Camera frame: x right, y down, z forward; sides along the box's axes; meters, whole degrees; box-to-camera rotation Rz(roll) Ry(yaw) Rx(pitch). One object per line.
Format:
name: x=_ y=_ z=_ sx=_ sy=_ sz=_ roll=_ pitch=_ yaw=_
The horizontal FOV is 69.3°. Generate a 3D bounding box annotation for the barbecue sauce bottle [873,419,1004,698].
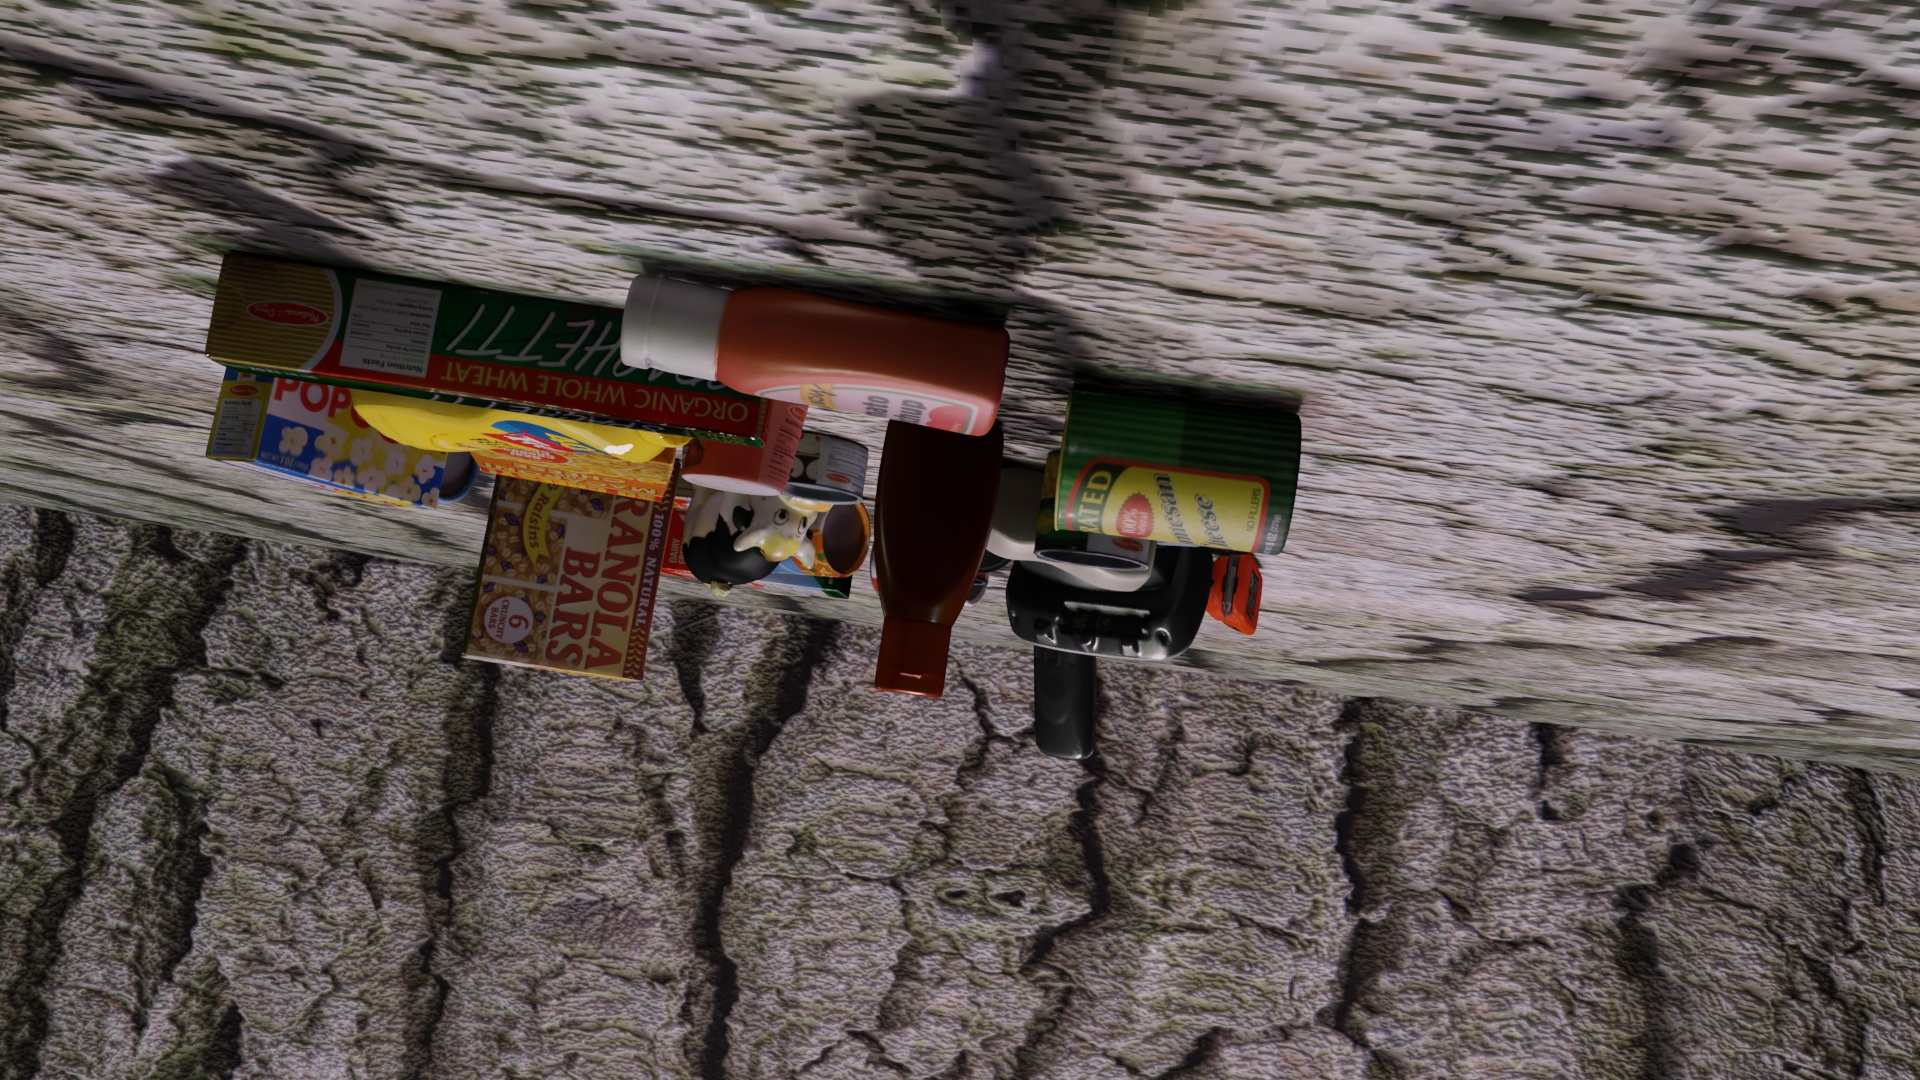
barbecue sauce bottle: x=-0.017 y=0.007 z=0.734 sx=0.065 sy=0.148 sz=0.043 roll=8 pitch=172 yaw=-2

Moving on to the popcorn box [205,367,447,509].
popcorn box: x=-0.329 y=-0.070 z=0.741 sx=0.038 sy=0.085 sz=0.126 roll=4 pitch=171 yaw=23

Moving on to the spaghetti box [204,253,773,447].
spaghetti box: x=-0.207 y=-0.084 z=0.628 sx=0.250 sy=0.050 sz=0.028 roll=8 pitch=174 yaw=-2

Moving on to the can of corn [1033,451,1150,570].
can of corn: x=0.076 y=-0.017 z=0.800 sx=0.071 sy=0.058 sz=0.071 roll=8 pitch=173 yaw=1

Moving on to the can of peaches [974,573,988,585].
can of peaches: x=-0.010 y=-0.001 z=1.022 sx=0.071 sy=0.058 sz=0.071 roll=9 pitch=173 yaw=1

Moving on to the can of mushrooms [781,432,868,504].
can of mushrooms: x=-0.093 y=-0.045 z=0.871 sx=0.071 sy=0.033 sz=0.071 roll=8 pitch=173 yaw=1

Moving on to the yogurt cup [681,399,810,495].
yogurt cup: x=-0.117 y=-0.055 z=0.739 sx=0.072 sy=0.054 sz=0.072 roll=8 pitch=173 yaw=1

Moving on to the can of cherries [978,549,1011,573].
can of cherries: x=0.003 y=-0.011 z=0.903 sx=0.071 sy=0.071 sz=0.058 roll=11 pitch=172 yaw=-22

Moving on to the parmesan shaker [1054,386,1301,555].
parmesan shaker: x=0.098 y=-0.033 z=0.629 sx=0.103 sy=0.071 sz=0.071 roll=7 pitch=172 yaw=7

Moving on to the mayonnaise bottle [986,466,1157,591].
mayonnaise bottle: x=0.046 y=-0.014 z=0.853 sx=0.148 sy=0.065 sz=0.041 roll=13 pitch=158 yaw=-7

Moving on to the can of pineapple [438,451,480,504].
can of pineapple: x=-0.370 y=-0.060 z=0.948 sx=0.058 sy=0.071 sz=0.071 roll=6 pitch=172 yaw=19

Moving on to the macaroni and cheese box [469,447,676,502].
macaroni and cheese box: x=-0.242 y=-0.063 z=0.874 sx=0.124 sy=0.040 sz=0.166 roll=10 pitch=172 yaw=-13

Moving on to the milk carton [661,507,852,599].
milk carton: x=-0.188 y=0.000 z=1.183 sx=0.191 sy=0.072 sz=0.073 roll=7 pitch=172 yaw=4

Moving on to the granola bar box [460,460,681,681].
granola bar box: x=-0.278 y=0.011 z=0.997 sx=0.124 sy=0.165 sz=0.039 roll=12 pitch=170 yaw=-24

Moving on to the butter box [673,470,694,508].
butter box: x=-0.221 y=-0.040 z=1.089 sx=0.103 sy=0.024 sz=0.053 roll=6 pitch=172 yaw=12

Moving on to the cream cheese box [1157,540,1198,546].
cream cheese box: x=0.106 y=-0.014 z=0.923 sx=0.104 sy=0.024 sz=0.053 roll=5 pitch=171 yaw=26

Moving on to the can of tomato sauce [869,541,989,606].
can of tomato sauce: x=-0.024 y=0.021 z=1.176 sx=0.083 sy=0.071 sz=0.071 roll=4 pitch=171 yaw=25

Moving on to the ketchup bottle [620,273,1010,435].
ketchup bottle: x=-0.057 y=-0.076 z=0.554 sx=0.149 sy=0.043 sz=0.064 roll=10 pitch=173 yaw=-6

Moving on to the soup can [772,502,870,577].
soup can: x=-0.121 y=-0.004 z=1.079 sx=0.084 sy=0.071 sz=0.071 roll=3 pitch=171 yaw=33
